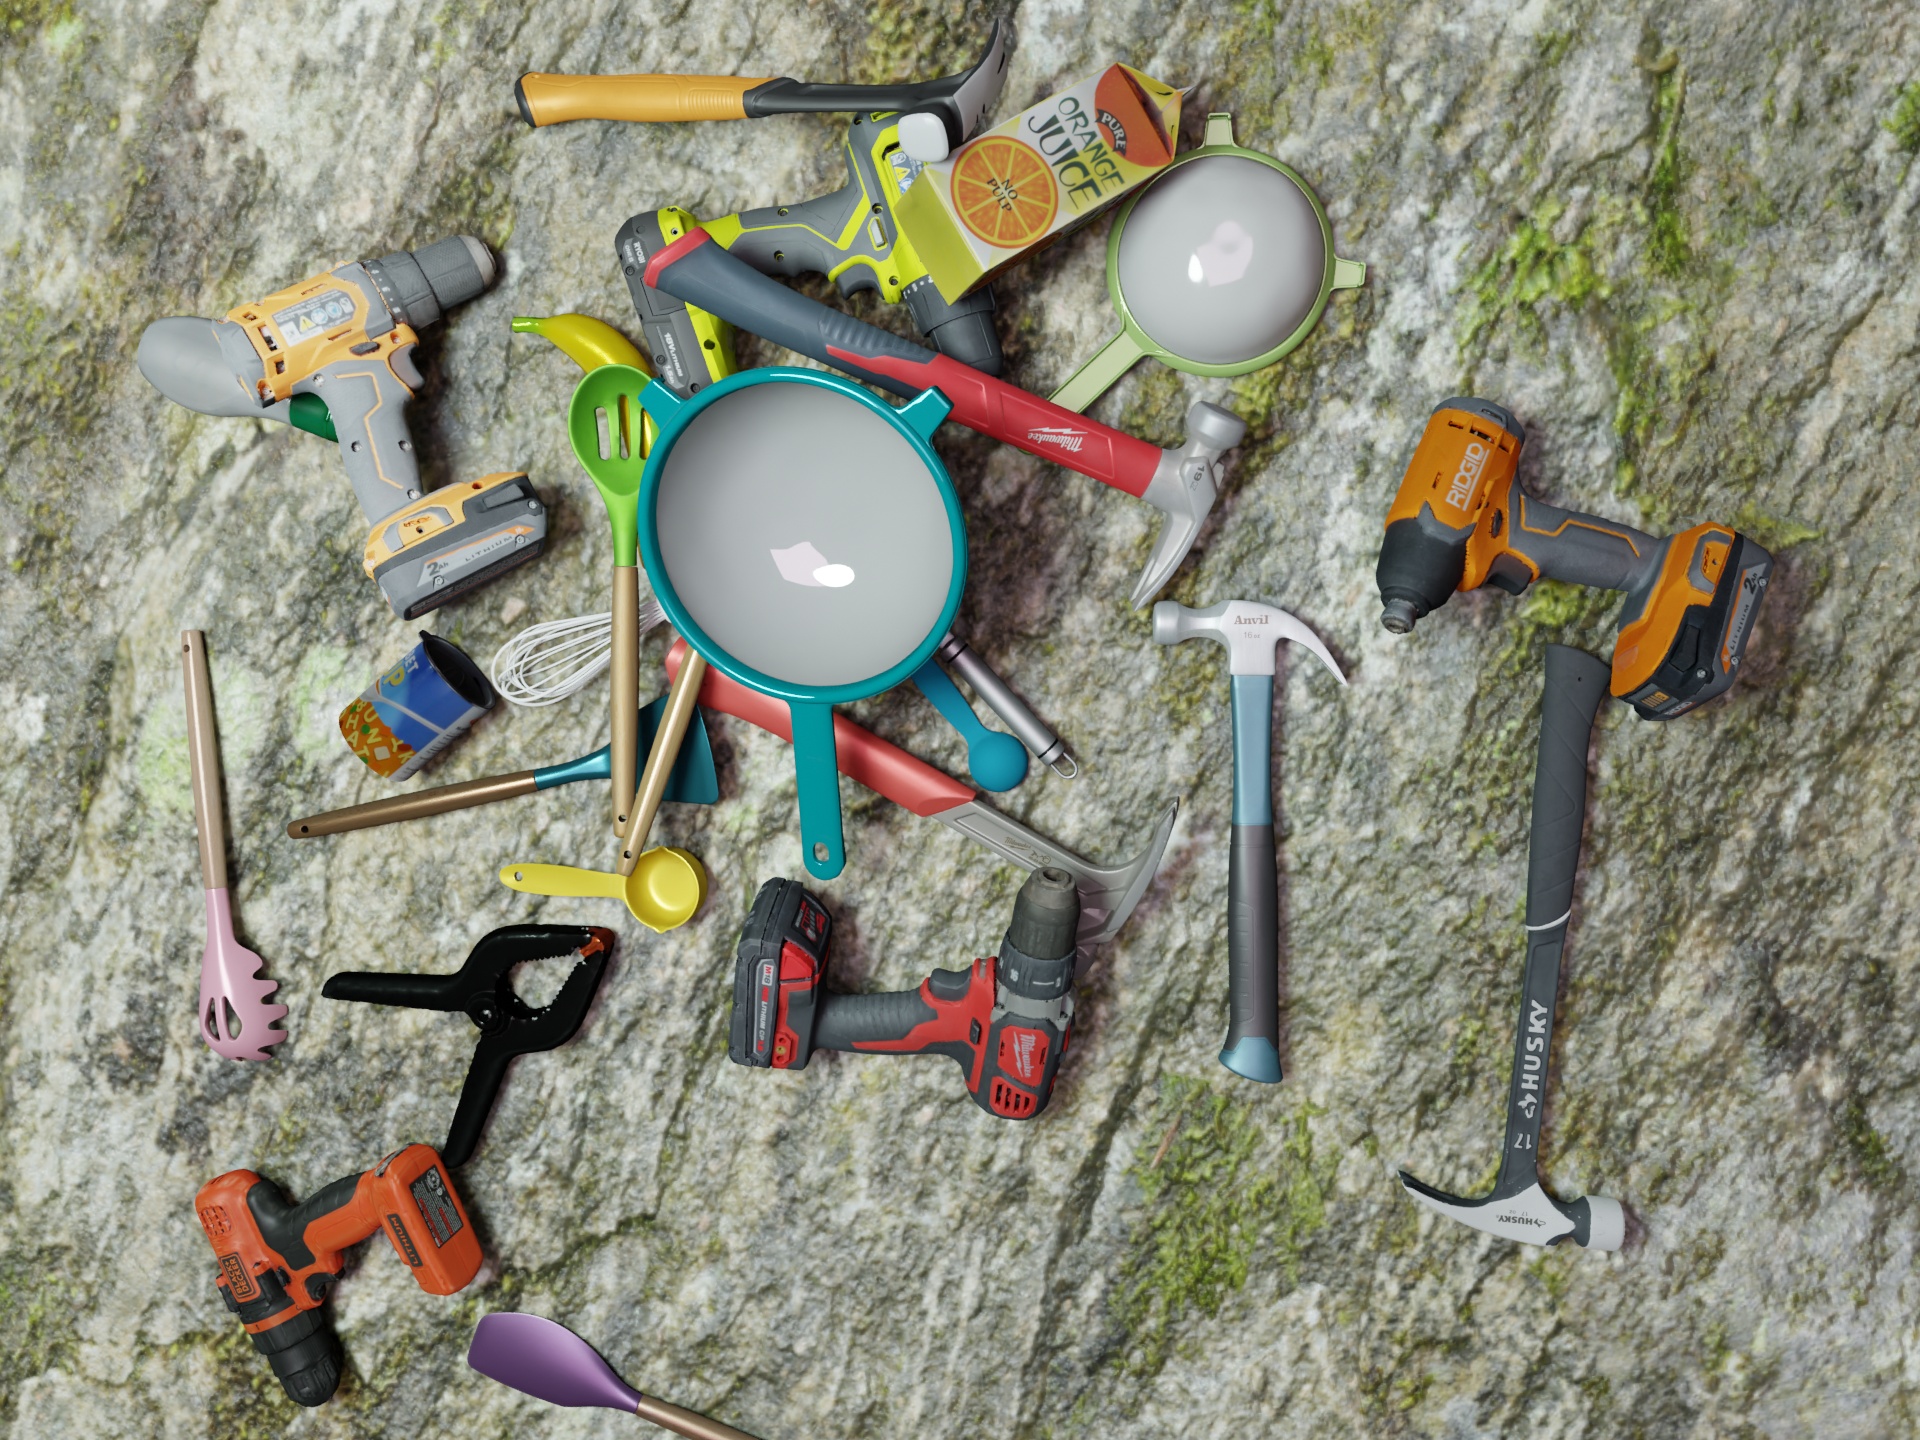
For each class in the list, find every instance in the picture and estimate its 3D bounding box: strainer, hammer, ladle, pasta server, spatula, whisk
[{"bbox_3d":[-0.085,-0.065,1.021,0.211,0.095,0.340,5,115,14],"label":"strainer"},{"bbox_3d":[-0.011,-0.054,1.080,0.087,0.050,0.258,-43,95,6],"label":"strainer"},{"bbox_3d":[0.131,-0.267,1.034,0.256,0.069,0.151,-42,91,5],"label":"strainer"},{"bbox_3d":[-0.019,-0.200,1.015,0.386,0.038,0.143,21,111,-11],"label":"hammer"},{"bbox_3d":[-0.176,-0.046,1.062,0.069,0.031,0.315,18,90,2],"label":"ladle"},{"bbox_3d":[-0.534,0.093,1.144,0.060,0.040,0.316,-5,91,5],"label":"pasta server"},{"bbox_3d":[0.388,0.152,1.072,0.149,0.036,0.409,5,95,5],"label":"hammer"},{"bbox_3d":[-0.324,0.046,1.110,0.317,0.044,0.082,-12,97,4],"label":"spatula"},{"bbox_3d":[-0.137,-0.401,1.013,0.337,0.127,0.034,9,138,22],"label":"hammer"},{"bbox_3d":[-0.210,0.506,1.160,0.316,0.018,0.060,21,96,3],"label":"spatula"},{"bbox_3d":[0.197,0.083,1.081,0.128,0.033,0.331,-1,95,6],"label":"hammer"},{"bbox_3d":[-0.036,0.032,1.080,0.359,0.037,0.149,30,114,4],"label":"hammer"},{"bbox_3d":[-0.210,-0.074,1.096,0.246,0.058,0.059,-25,127,3],"label":"whisk"}]

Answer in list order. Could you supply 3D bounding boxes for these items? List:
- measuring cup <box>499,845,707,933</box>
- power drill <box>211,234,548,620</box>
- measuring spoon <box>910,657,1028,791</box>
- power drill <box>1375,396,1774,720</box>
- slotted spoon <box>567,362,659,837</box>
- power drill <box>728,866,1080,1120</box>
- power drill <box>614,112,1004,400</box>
[{"bbox_3d":[-0.252,0.114,1.128,0.156,0.029,0.062,3,96,16],"label":"measuring cup"},{"bbox_3d":[-0.358,-0.204,1.064,0.185,0.084,0.226,-31,94,-18],"label":"power drill"},{"bbox_3d":[-0.002,-0.003,1.093,0.042,0.021,0.128,-39,93,7],"label":"measuring spoon"},{"bbox_3d":[0.376,-0.089,1.006,0.226,0.084,0.164,27,72,2],"label":"power drill"},{"bbox_3d":[-0.226,-0.077,1.061,0.070,0.031,0.314,1,96,-3],"label":"slotted spoon"},{"bbox_3d":[-0.032,0.168,1.063,0.226,0.080,0.187,10,117,2],"label":"power drill"},{"bbox_3d":[-0.092,-0.284,1.049,0.228,0.080,0.190,-18,93,3],"label":"power drill"}]
